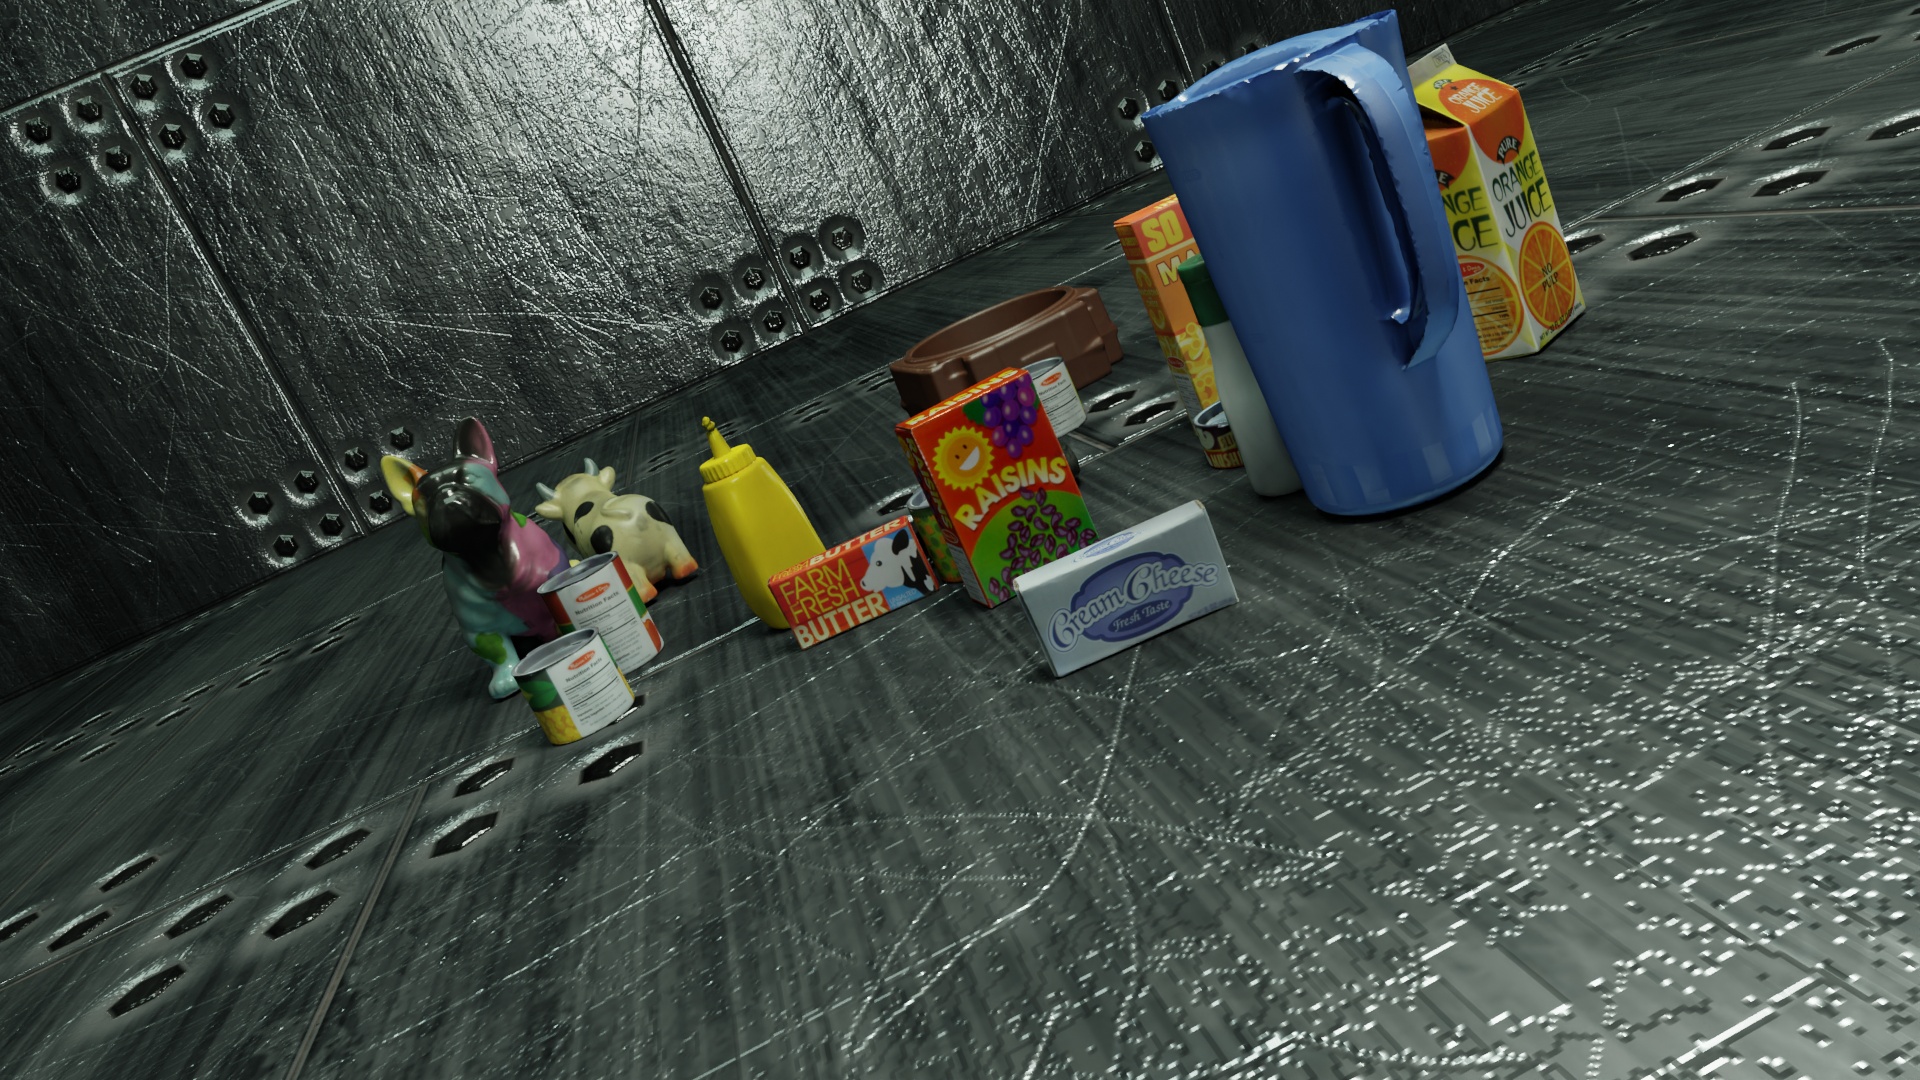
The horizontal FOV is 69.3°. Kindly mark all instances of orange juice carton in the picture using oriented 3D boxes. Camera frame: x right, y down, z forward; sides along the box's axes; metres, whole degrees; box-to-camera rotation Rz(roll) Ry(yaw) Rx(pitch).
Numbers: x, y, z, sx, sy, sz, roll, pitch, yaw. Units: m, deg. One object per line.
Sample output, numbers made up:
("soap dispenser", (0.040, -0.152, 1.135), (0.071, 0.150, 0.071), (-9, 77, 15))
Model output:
("orange juice carton", (0.323, -0.214, 0.884), (0.072, 0.192, 0.073), (-35, 18, -35))

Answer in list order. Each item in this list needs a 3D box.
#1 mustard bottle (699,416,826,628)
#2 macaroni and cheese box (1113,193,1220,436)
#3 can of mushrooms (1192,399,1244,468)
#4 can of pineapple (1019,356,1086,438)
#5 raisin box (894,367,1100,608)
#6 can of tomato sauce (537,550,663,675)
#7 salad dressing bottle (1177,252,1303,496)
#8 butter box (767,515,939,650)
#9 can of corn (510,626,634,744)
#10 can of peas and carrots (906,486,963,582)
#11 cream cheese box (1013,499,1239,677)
("mustard bottle", (-0.146, -0.017, 0.988), (0.048, 0.160, 0.065), (-7, 23, 48))
("macaroni and cheese box", (0.197, -0.172, 0.981), (0.124, 0.166, 0.040), (-27, 15, -8))
("can of mushrooms", (0.190, -0.075, 0.921), (0.071, 0.033, 0.071), (-22, 15, 7))
("can of pineapple", (0.068, -0.120, 1.206), (0.071, 0.057, 0.071), (-22, 15, 7))
("raisin box", (0.024, -0.033, 0.858), (0.086, 0.123, 0.040), (-28, 15, -13))
("can of tomato sauce", (-0.278, 0.059, 1.077), (0.071, 0.083, 0.071), (-23, 15, 7))
("salad dressing bottle", (0.170, -0.100, 0.816), (0.044, 0.147, 0.064), (-14, 18, 34))
("butter box", (-0.072, 0.028, 0.929), (0.103, 0.053, 0.024), (-24, 15, 2))
("can of corn", (-0.272, 0.102, 0.975), (0.071, 0.058, 0.071), (-22, 15, 7))
("can of peas and carrots", (0.003, -0.012, 0.940), (0.071, 0.058, 0.071), (-22, 15, 7))
("cream cheese box", (0.084, 0.025, 0.707), (0.104, 0.053, 0.024), (-23, 15, 3))
